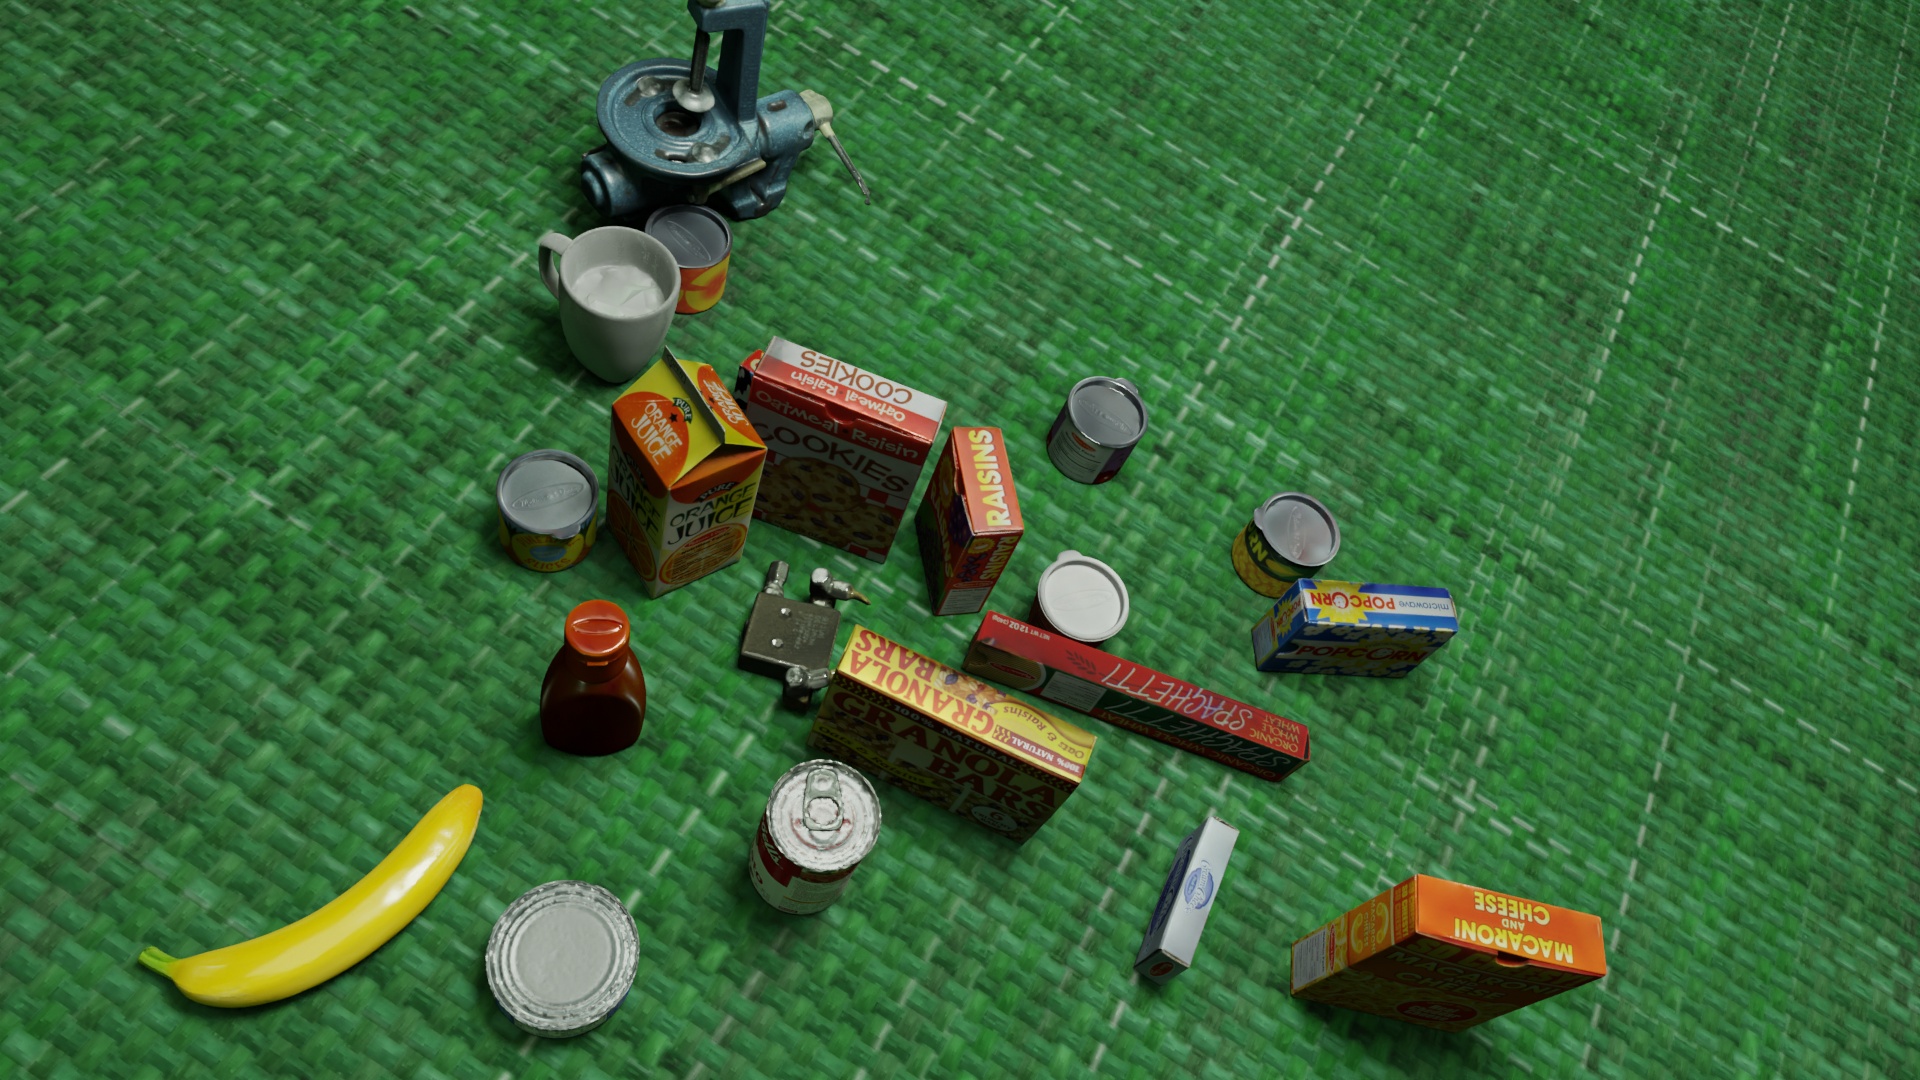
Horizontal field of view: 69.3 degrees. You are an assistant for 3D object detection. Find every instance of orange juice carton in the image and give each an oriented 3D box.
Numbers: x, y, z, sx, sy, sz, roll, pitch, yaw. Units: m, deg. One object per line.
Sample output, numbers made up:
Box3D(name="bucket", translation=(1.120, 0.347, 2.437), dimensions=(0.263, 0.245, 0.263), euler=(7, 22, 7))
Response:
Box3D(name="orange juice carton", translation=(-0.181, -0.045, 0.908), dimensions=(0.073, 0.191, 0.072), euler=(-26, 71, -27))

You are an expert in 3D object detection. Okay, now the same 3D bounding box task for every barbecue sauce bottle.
Box3D(name="barbecue sauce bottle", translation=(-0.223, 0.085, 0.845), dimensions=(0.065, 0.147, 0.044), euler=(1, 60, -16))

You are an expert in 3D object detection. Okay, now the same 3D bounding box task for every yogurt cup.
Box3D(name="yogurt cup", translation=(0.082, 0.053, 1.010), dimensions=(0.072, 0.053, 0.073), euler=(7, 59, -12))

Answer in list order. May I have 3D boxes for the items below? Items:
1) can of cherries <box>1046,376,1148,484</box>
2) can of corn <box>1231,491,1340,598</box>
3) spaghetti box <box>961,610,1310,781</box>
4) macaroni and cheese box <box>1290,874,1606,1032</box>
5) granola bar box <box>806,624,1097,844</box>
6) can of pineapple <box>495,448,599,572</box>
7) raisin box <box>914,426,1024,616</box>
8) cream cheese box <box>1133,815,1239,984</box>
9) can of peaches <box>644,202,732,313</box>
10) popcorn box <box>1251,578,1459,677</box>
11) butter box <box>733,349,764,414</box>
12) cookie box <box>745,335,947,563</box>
Box3D(name="can of cherries", translation=(0.109, -0.088, 1.098), dimensions=(0.071, 0.058, 0.072), euler=(7, 59, -12))
Box3D(name="can of corn", translation=(0.251, 0.003, 1.085), dimensions=(0.071, 0.058, 0.071), euler=(7, 59, -12))
Box3D(name="spaghetti box", translation=(0.125, 0.113, 0.989), dimensions=(0.250, 0.050, 0.029), euler=(20, 57, -4))
Box3D(name="macaroni and cheese box", translation=(0.303, 0.266, 0.880), dimensions=(0.124, 0.165, 0.040), euler=(15, 58, -8))
Box3D(name="granola bar box", translation=(-0.010, 0.129, 0.896), dimensions=(0.165, 0.123, 0.039), euler=(25, 57, -1))
Box3D(name="can of pineapple", translation=(-0.280, -0.018, 0.944), dimensions=(0.071, 0.057, 0.071), euler=(7, 59, -12))
Box3D(name="raisin box", translation=(0.004, -0.012, 0.984), dimensions=(0.040, 0.122, 0.086), euler=(-2, 61, -17))
Box3D(name="cream cheese box", translation=(0.149, 0.238, 0.920), dimensions=(0.024, 0.053, 0.104), euler=(29, 57, 2))
Box3D(name="can of peaches", translation=(-0.215, -0.218, 1.081), dimensions=(0.071, 0.057, 0.071), euler=(7, 59, -12))
Box3D(name="popcorn box", translation=(0.295, 0.067, 1.044), dimensions=(0.127, 0.084, 0.038), euler=(4, 60, -14))
Box3D(name="butter box", translation=(-0.122, -0.093, 1.037), dimensions=(0.103, 0.053, 0.024), euler=(37, 58, 7))
Box3D(name="cookie box", translation=(-0.089, -0.057, 0.957), dimensions=(0.123, 0.166, 0.040), euler=(20, 57, -4))
